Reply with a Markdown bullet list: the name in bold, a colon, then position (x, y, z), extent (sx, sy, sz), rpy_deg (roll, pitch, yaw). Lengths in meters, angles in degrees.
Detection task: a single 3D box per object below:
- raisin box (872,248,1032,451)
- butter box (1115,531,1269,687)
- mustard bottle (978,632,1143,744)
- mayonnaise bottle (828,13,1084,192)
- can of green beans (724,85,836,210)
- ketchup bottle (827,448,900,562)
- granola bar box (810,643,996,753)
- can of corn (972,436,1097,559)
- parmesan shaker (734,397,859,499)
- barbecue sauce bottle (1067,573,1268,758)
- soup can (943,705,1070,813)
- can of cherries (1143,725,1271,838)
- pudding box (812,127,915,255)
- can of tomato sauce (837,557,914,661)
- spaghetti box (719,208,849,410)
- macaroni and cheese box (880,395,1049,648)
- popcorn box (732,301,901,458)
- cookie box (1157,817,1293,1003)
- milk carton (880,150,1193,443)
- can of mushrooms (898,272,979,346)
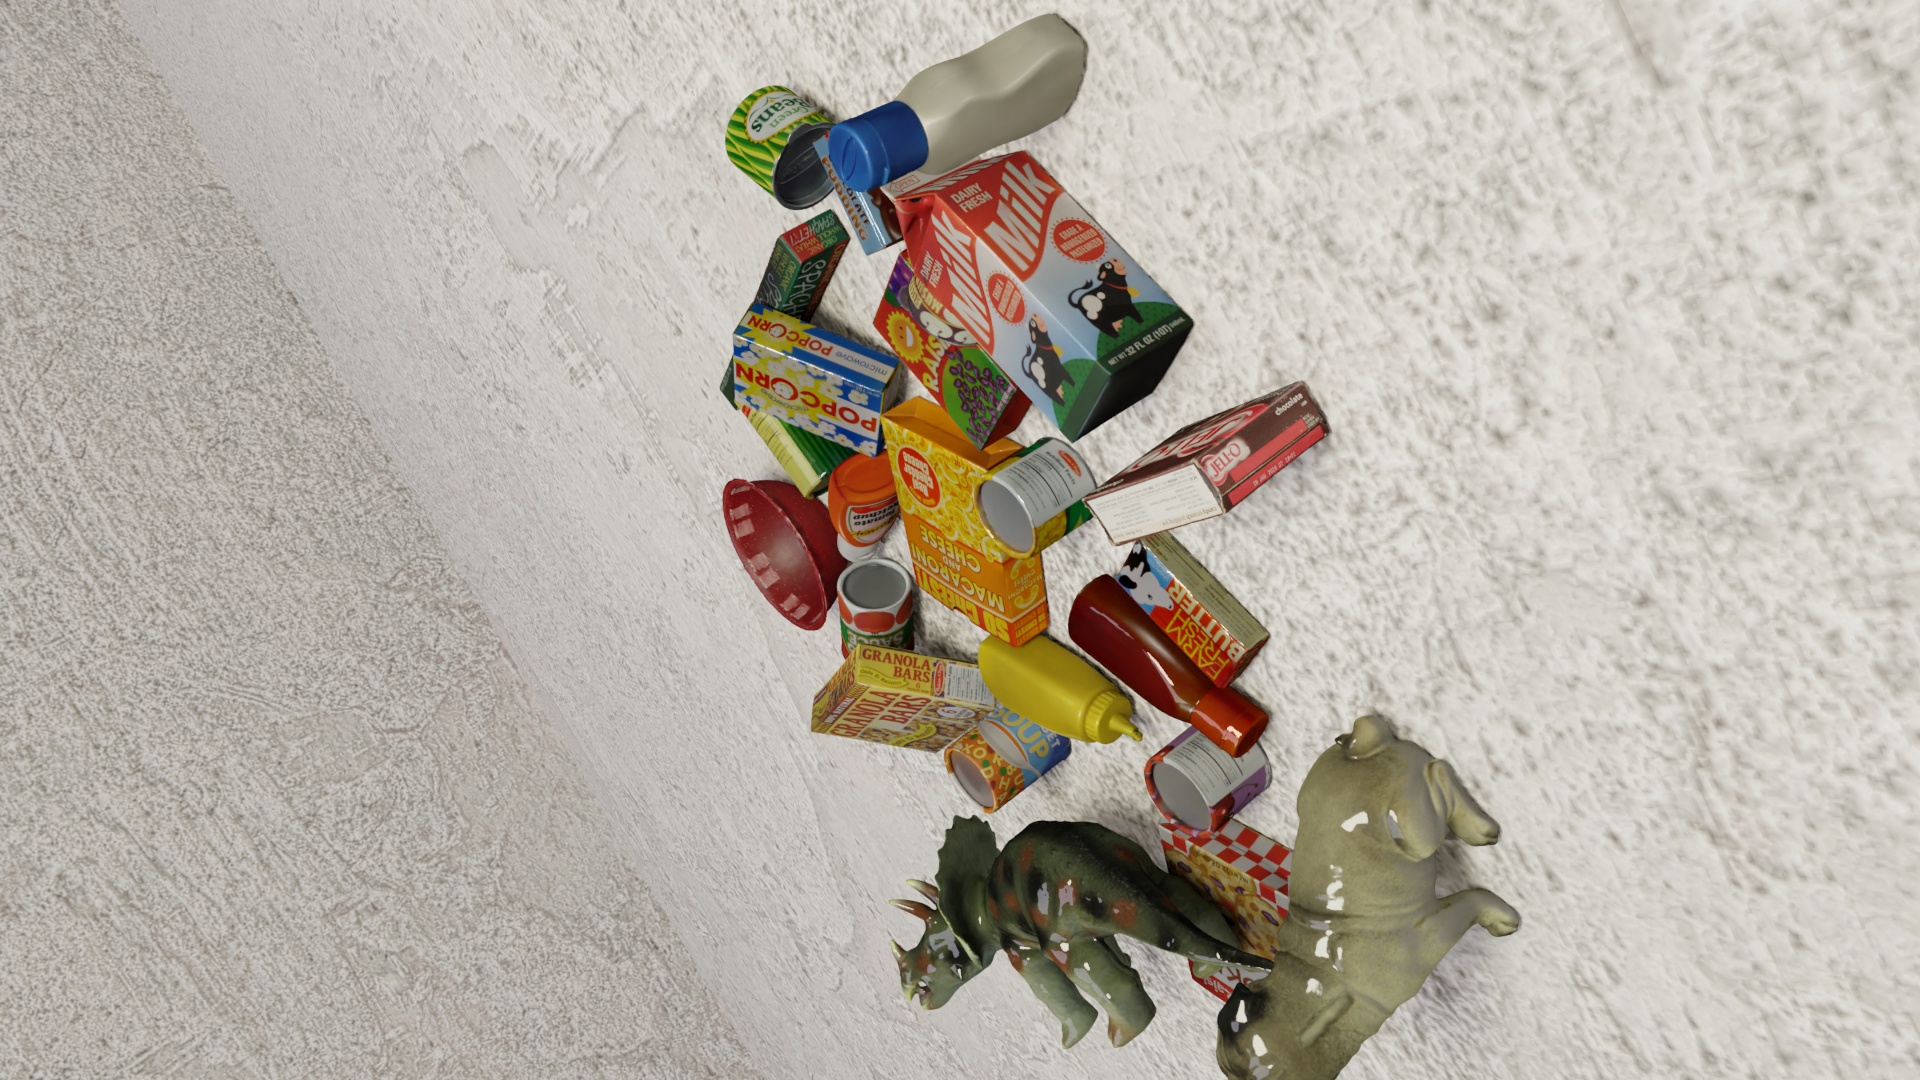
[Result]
- **raisin box**: position (0.000, -0.134, 0.938), extent (0.123, 0.040, 0.085), rpy_deg (50, 152, 11)
- **butter box**: position (0.148, 0.043, 0.897), extent (0.103, 0.024, 0.052), rpy_deg (47, 150, 18)
- **mustard bottle**: position (0.081, 0.117, 1.052), extent (0.160, 0.049, 0.065), rpy_deg (27, 140, 43)
- **mayonnaise bottle**: position (-0.001, -0.226, 0.730), extent (0.041, 0.149, 0.064), rpy_deg (49, 150, 16)
- **can of green beans**: position (-0.120, -0.272, 0.959), extent (0.058, 0.071, 0.071), rpy_deg (43, 148, 26)
- **ketchup bottle**: position (-0.080, -0.025, 1.154), extent (0.148, 0.065, 0.043), rpy_deg (111, 137, -67)
- **granola bar box**: position (-0.052, 0.140, 1.217), extent (0.164, 0.124, 0.039), rpy_deg (131, 147, -61)
- **can of corn**: position (0.050, -0.027, 0.946), extent (0.071, 0.058, 0.070), rpy_deg (38, 146, 32)
- **parmesan shaker**: position (-0.132, -0.093, 1.159), extent (0.103, 0.071, 0.071), rpy_deg (53, 151, 6)
- **barbecue sauce bottle**: position (0.139, 0.087, 0.937), extent (0.149, 0.044, 0.064), rpy_deg (39, 150, 29)
- **soup can**: position (0.038, 0.173, 1.138), extent (0.071, 0.084, 0.071), rpy_deg (38, 145, 32)
- **can of cherries**: position (0.168, 0.162, 0.950), extent (0.071, 0.058, 0.071), rpy_deg (38, 145, 32)
- **pudding box**: position (-0.055, -0.235, 0.911), extent (0.030, 0.050, 0.083), rpy_deg (-6, 114, 60)
- **can of tomato sauce**: position (-0.074, 0.068, 1.226), extent (0.071, 0.071, 0.082), rpy_deg (38, 146, 32)
- **spaghetti box**: position (-0.145, -0.178, 1.110), extent (0.029, 0.050, 0.249), rpy_deg (52, 151, 5)
- **macaroni and cheese box**: position (0.004, -0.013, 1.051), extent (0.124, 0.040, 0.165), rpy_deg (30, 141, 42)
- **popcorn box**: position (-0.111, -0.122, 1.069), extent (0.127, 0.038, 0.084), rpy_deg (23, 149, 7)
- **cookie box**: position (0.214, 0.285, 1.020), extent (0.123, 0.040, 0.166), rpy_deg (22, 136, 47)
- **milk carton**: position (0.038, -0.158, 0.818), extent (0.191, 0.072, 0.073), rpy_deg (49, 151, 15)
- **can of mushrooms**: position (-0.001, -0.159, 0.880), extent (0.071, 0.071, 0.033), rpy_deg (51, 149, 11)
